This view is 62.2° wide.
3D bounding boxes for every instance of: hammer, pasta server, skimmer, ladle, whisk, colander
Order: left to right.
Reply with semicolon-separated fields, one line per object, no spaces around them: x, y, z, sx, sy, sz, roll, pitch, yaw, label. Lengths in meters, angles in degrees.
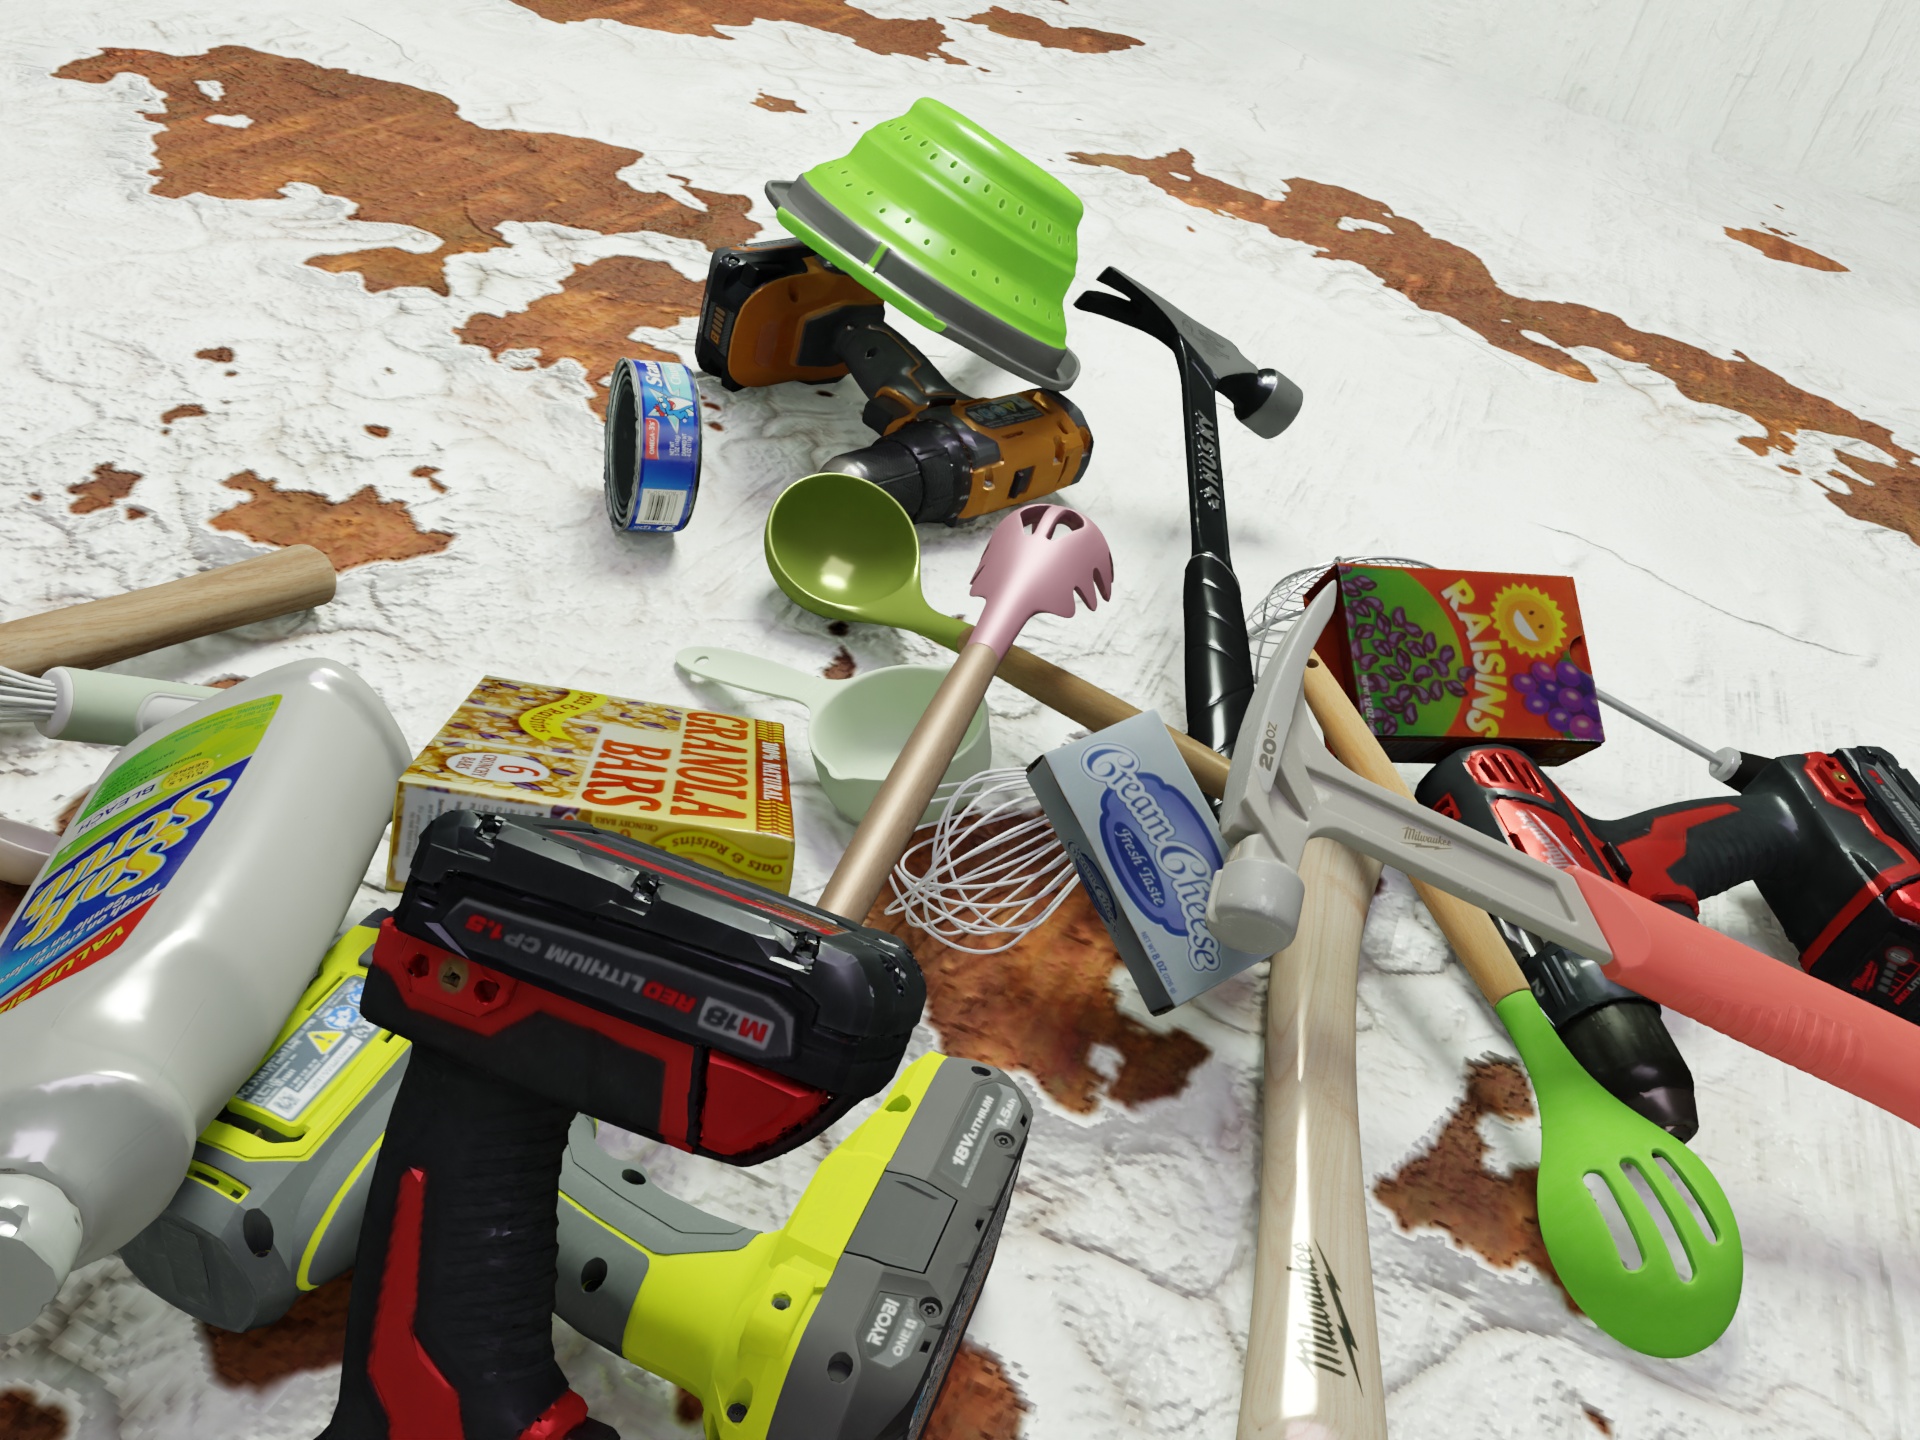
-0.374;-0.014;0.571;0.130;0.031;0.331;12;24;30;hammer
-0.310;-0.007;0.530;0.059;0.058;0.246;12;0;35;whisk
-0.001;-0.002;0.597;0.060;0.040;0.316;13;40;13;pasta server
0.024;-0.293;0.964;0.204;0.094;0.397;37;19;7;colander
0.019;-0.036;0.694;0.078;0.062;0.320;-27;39;-29;ladle
0.069;0.029;0.684;0.070;0.070;0.284;37;36;27;whisk
0.118;-0.083;0.764;0.149;0.036;0.409;30;39;-22;hammer
0.118;0.134;0.574;0.146;0.038;0.411;16;35;3;hammer
0.317;0.016;0.811;0.363;0.090;0.127;28;26;0;skimmer
0.266;0.081;0.586;0.359;0.036;0.149;25;58;-4;hammer

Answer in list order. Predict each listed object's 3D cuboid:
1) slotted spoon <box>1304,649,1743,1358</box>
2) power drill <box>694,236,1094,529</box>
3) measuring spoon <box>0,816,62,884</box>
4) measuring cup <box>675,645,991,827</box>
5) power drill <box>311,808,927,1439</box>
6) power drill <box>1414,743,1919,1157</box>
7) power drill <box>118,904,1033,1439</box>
0.198;0.087;0.616;0.070;0.031;0.314;-15;54;-11;slotted spoon
-0.060;-0.188;0.909;0.185;0.084;0.226;-24;56;-41;power drill
-0.343;0.037;0.505;0.034;0.018;0.124;23;0;32;measuring spoon
-0.060;0.002;0.694;0.168;0.038;0.083;18;46;33;measuring cup
-0.091;0.141;0.358;0.143;0.220;0.078;19;-3;8;power drill
0.322;0.090;0.673;0.226;0.080;0.188;0;45;-14;power drill
-0.100;0.127;0.472;0.223;0.080;0.171;19;36;11;power drill
